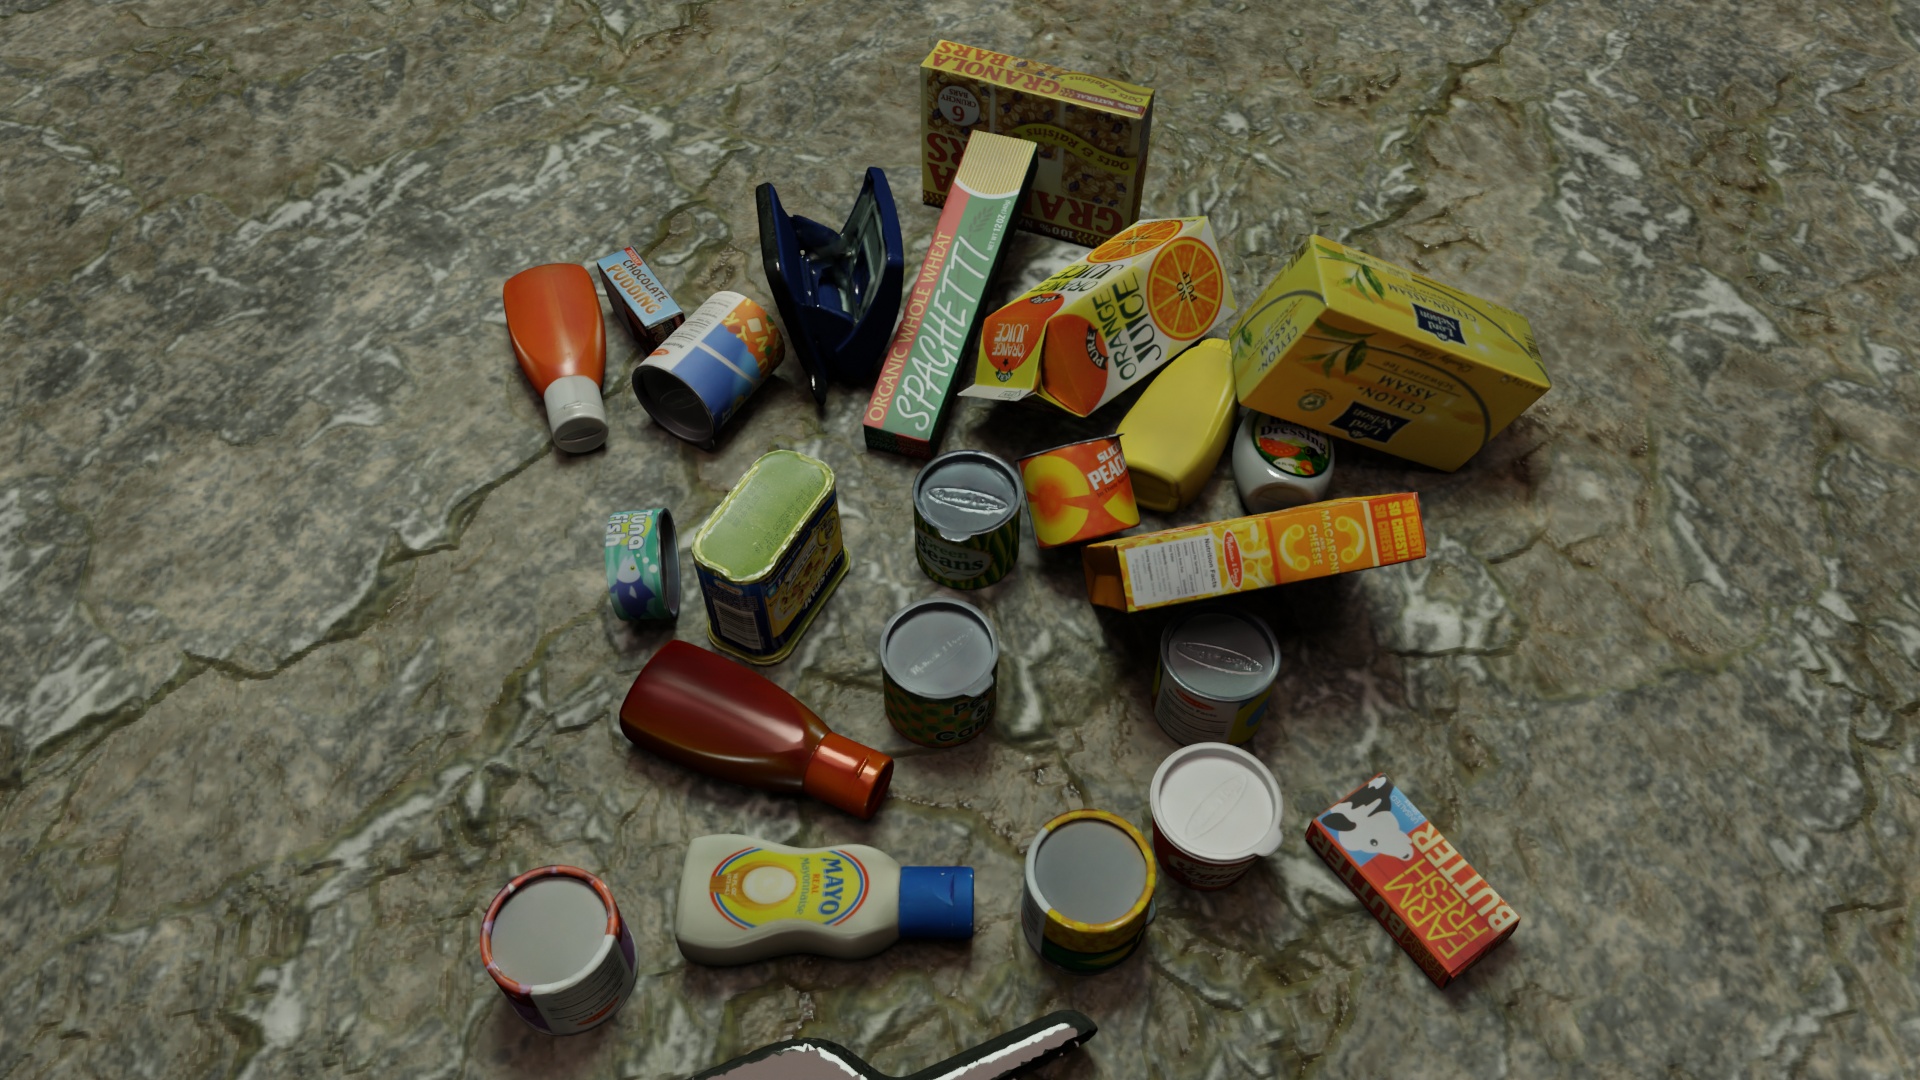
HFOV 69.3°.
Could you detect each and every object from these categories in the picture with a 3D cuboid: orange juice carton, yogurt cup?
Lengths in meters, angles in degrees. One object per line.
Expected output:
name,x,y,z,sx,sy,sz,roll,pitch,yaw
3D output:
orange juice carton,0.088,-0.141,0.925,0.193,0.072,0.072,-35,26,-24
yogurt cup,0.131,0.148,0.730,0.072,0.053,0.073,0,52,0

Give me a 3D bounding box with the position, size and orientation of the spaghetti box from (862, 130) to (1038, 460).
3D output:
spaghetti box,-0.004,-0.172,0.953,0.050,0.028,0.251,14,69,12

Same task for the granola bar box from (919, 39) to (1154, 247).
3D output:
granola bar box,0.054,-0.288,1.021,0.166,0.123,0.039,18,54,13

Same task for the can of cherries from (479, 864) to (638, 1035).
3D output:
can of cherries,-0.199,0.200,0.687,0.071,0.058,0.072,0,53,0

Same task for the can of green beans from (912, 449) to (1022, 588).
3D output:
can of green beans,0.004,-0.012,0.851,0.071,0.057,0.071,0,53,0

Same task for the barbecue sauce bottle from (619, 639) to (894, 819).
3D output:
barbecue sauce bottle,-0.110,0.108,0.767,0.149,0.043,0.065,21,56,15

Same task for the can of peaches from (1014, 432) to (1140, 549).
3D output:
can of peaches,0.074,-0.030,0.846,0.071,0.071,0.058,-13,89,-10

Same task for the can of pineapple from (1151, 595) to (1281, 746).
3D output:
can of pineapple,0.144,0.076,0.783,0.071,0.057,0.071,0,53,0

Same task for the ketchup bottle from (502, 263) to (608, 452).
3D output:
ketchup bottle,-0.271,-0.125,0.946,0.065,0.043,0.149,-15,54,-10

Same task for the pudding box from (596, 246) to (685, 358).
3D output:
pudding box,-0.219,-0.160,0.969,0.030,0.049,0.084,-28,57,-18

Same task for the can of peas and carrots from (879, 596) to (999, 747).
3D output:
can of peas and carrots,-0.010,0.076,0.782,0.071,0.058,0.071,0,53,0

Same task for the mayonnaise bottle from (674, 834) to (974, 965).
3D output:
mayonnaise bottle,-0.067,0.184,0.710,0.148,0.041,0.065,0,51,1

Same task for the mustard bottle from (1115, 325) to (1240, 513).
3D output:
mustard bottle,0.154,-0.088,0.914,0.065,0.048,0.161,21,55,23

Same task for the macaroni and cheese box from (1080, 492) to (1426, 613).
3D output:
macaroni and cheese box,0.161,0.007,0.794,0.167,0.123,0.040,-10,91,-4

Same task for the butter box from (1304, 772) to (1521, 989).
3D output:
butter box,0.236,0.176,0.727,0.053,0.024,0.104,-27,57,-20

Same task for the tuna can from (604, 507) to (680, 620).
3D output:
tuna can,-0.188,0.013,0.823,0.033,0.070,0.071,-5,53,-2

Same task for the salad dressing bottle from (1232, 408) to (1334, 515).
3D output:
salad dressing bottle,0.213,-0.080,0.912,0.064,0.043,0.148,14,53,-2

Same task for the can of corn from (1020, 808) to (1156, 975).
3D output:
can of corn,0.067,0.178,0.705,0.071,0.058,0.071,0,53,0

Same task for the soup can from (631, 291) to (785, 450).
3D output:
soup can,-0.165,-0.114,0.926,0.071,0.071,0.084,25,56,18
